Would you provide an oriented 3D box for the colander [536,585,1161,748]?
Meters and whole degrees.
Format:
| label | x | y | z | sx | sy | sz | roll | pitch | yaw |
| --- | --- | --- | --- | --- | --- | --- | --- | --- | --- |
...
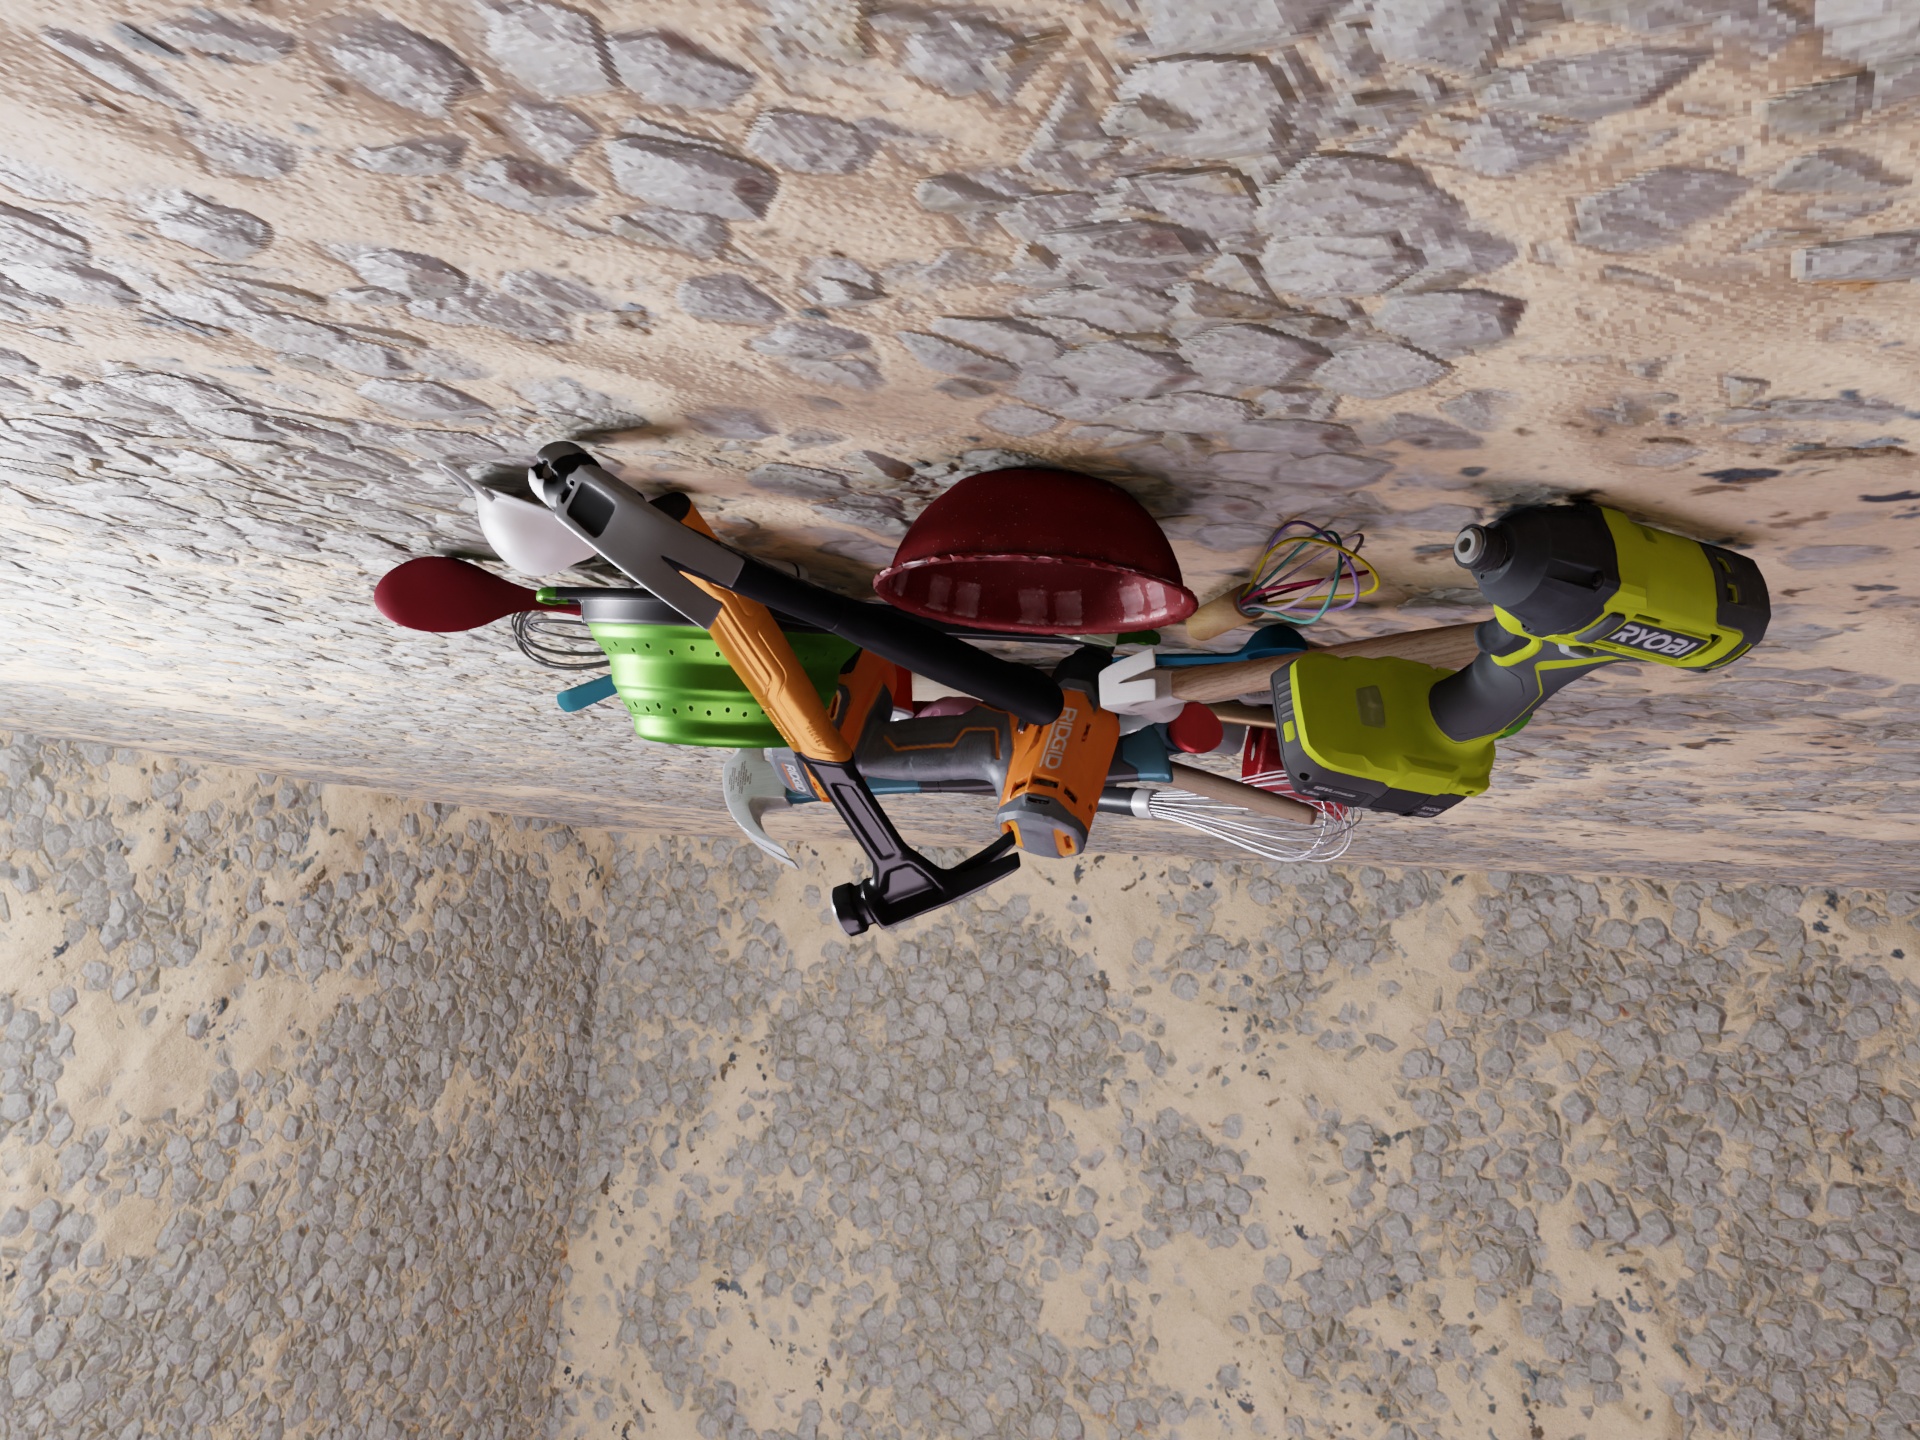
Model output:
| label | x | y | z | sx | sy | sz | roll | pitch | yaw |
| --- | --- | --- | --- | --- | --- | --- | --- | --- | --- |
| colander | -0.067 | -0.028 | 1.018 | 0.397 | 0.094 | 0.204 | 2 | -178 | -10 |

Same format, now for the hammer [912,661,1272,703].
| label | x | y | z | sx | sy | sz | roll | pitch | yaw |
| --- | --- | --- | --- | --- | --- | --- | --- | --- | --- |
| hammer | 0.066 | -0.026 | 1.241 | 0.411 | 0.038 | 0.146 | 1 | 172 | 26 |

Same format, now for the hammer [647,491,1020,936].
| label | x | y | z | sx | sy | sz | roll | pitch | yaw |
| --- | --- | --- | --- | --- | --- | --- | --- | --- | --- |
| hammer | -0.084 | 0.000 | 0.930 | 0.127 | 0.034 | 0.336 | -22 | 128 | 11 |

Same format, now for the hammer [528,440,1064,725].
| label | x | y | z | sx | sy | sz | roll | pitch | yaw |
| --- | --- | --- | --- | --- | --- | --- | --- | --- | --- |
| hammer | -0.056 | -0.051 | 0.830 | 0.334 | 0.035 | 0.146 | 21 | -169 | -46 |

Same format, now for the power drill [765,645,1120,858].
| label | x | y | z | sx | sy | sz | roll | pitch | yaw |
| --- | --- | --- | --- | --- | --- | --- | --- | --- | --- |
| power drill | -0.002 | -0.003 | 1.095 | 0.226 | 0.164 | 0.084 | 11 | 150 | 18 |

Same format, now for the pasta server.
| label | x | y | z | sx | sy | sz | roll | pitch | yaw |
| --- | --- | --- | --- | --- | --- | --- | --- | --- | --- |
| pasta server | 0.104 | 0.032 | 1.150 | 0.316 | 0.040 | 0.060 | 17 | 175 | 28 |

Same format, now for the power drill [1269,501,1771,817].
| label | x | y | z | sx | sy | sz | roll | pitch | yaw |
| --- | --- | --- | --- | --- | --- | --- | --- | --- | --- |
| power drill | 0.267 | -0.032 | 0.818 | 0.171 | 0.080 | 0.223 | 10 | 151 | -24 |

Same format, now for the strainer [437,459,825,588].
| label | x | y | z | sx | sy | sz | roll | pitch | yaw |
| --- | --- | --- | --- | --- | --- | --- | --- | --- | --- |
| strainer | -0.178 | -0.096 | 0.902 | 0.258 | 0.050 | 0.087 | 8 | -173 | -43 |

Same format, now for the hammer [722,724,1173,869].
| label | x | y | z | sx | sy | sz | roll | pitch | yaw |
| --- | --- | --- | --- | --- | --- | --- | --- | --- | --- |
| hammer | -0.014 | 0.036 | 1.139 | 0.331 | 0.128 | 0.033 | -5 | 149 | 14 |

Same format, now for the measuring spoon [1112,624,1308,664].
| label | x | y | z | sx | sy | sz | roll | pitch | yaw |
| --- | --- | --- | --- | --- | --- | --- | --- | --- | --- |
| measuring spoon | 0.164 | -0.050 | 1.046 | 0.128 | 0.021 | 0.042 | -2 | 169 | 16 |

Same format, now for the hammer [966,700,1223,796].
| label | x | y | z | sx | sy | sz | roll | pitch | yaw |
| --- | --- | --- | --- | --- | --- | --- | --- | --- | --- |
| hammer | 0.107 | 0.031 | 1.290 | 0.143 | 0.038 | 0.386 | 6 | 170 | -11 |

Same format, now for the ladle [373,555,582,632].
| label | x | y | z | sx | sy | sz | roll | pitch | yaw |
| --- | --- | --- | --- | --- | --- | --- | --- | --- | --- |
| ladle | -0.233 | -0.073 | 1.081 | 0.315 | 0.069 | 0.031 | 6 | 133 | -35 |

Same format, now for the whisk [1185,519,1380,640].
| label | x | y | z | sx | sy | sz | roll | pitch | yaw |
| --- | --- | --- | --- | --- | --- | --- | --- | --- | --- |
| whisk | 0.172 | -0.067 | 0.890 | 0.047 | 0.051 | 0.245 | 0 | 175 | -8 |

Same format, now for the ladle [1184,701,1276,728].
| label | x | y | z | sx | sy | sz | roll | pitch | yaw |
| --- | --- | --- | --- | --- | --- | --- | --- | --- | --- |
| ladle | 0.226 | 0.008 | 1.262 | 0.320 | 0.062 | 0.078 | 9 | -169 | 12 |

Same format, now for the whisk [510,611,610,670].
| label | x | y | z | sx | sy | sz | roll | pitch | yaw |
| --- | --- | --- | --- | --- | --- | --- | --- | --- | --- |
| whisk | -0.202 | -0.057 | 1.149 | 0.239 | 0.055 | 0.055 | 3 | 172 | -22 |

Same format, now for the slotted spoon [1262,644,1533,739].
| label | x | y | z | sx | sy | sz | roll | pitch | yaw |
| --- | --- | --- | --- | --- | --- | --- | --- | --- | --- |
| slotted spoon | 0.320 | -0.022 | 1.161 | 0.313 | 0.031 | 0.070 | 14 | 172 | -40 |

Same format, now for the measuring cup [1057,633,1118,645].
| label | x | y | z | sx | sy | sz | roll | pitch | yaw |
| --- | --- | --- | --- | --- | --- | --- | --- | --- | --- |
| measuring cup | 0.020 | -0.081 | 0.936 | 0.168 | 0.038 | 0.083 | 18 | -178 | 33 |

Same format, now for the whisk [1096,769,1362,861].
| label | x | y | z | sx | sy | sz | roll | pitch | yaw |
| --- | --- | --- | --- | --- | --- | --- | --- | --- | --- |
| whisk | 0.168 | 0.064 | 1.191 | 0.285 | 0.070 | 0.070 | 4 | 173 | 42 |

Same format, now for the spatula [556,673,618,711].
| label | x | y | z | sx | sy | sz | roll | pitch | yaw |
| --- | --- | --- | --- | --- | --- | --- | --- | --- | --- |
| spatula | -0.183 | -0.022 | 1.372 | 0.317 | 0.044 | 0.082 | 5 | 168 | -7 |

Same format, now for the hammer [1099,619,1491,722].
| label | x | y | z | sx | sy | sz | roll | pitch | yaw |
| --- | --- | --- | --- | --- | --- | --- | --- | --- | --- |
| hammer | 0.239 | -0.037 | 0.961 | 0.331 | 0.031 | 0.130 | -8 | 172 | 28 |
